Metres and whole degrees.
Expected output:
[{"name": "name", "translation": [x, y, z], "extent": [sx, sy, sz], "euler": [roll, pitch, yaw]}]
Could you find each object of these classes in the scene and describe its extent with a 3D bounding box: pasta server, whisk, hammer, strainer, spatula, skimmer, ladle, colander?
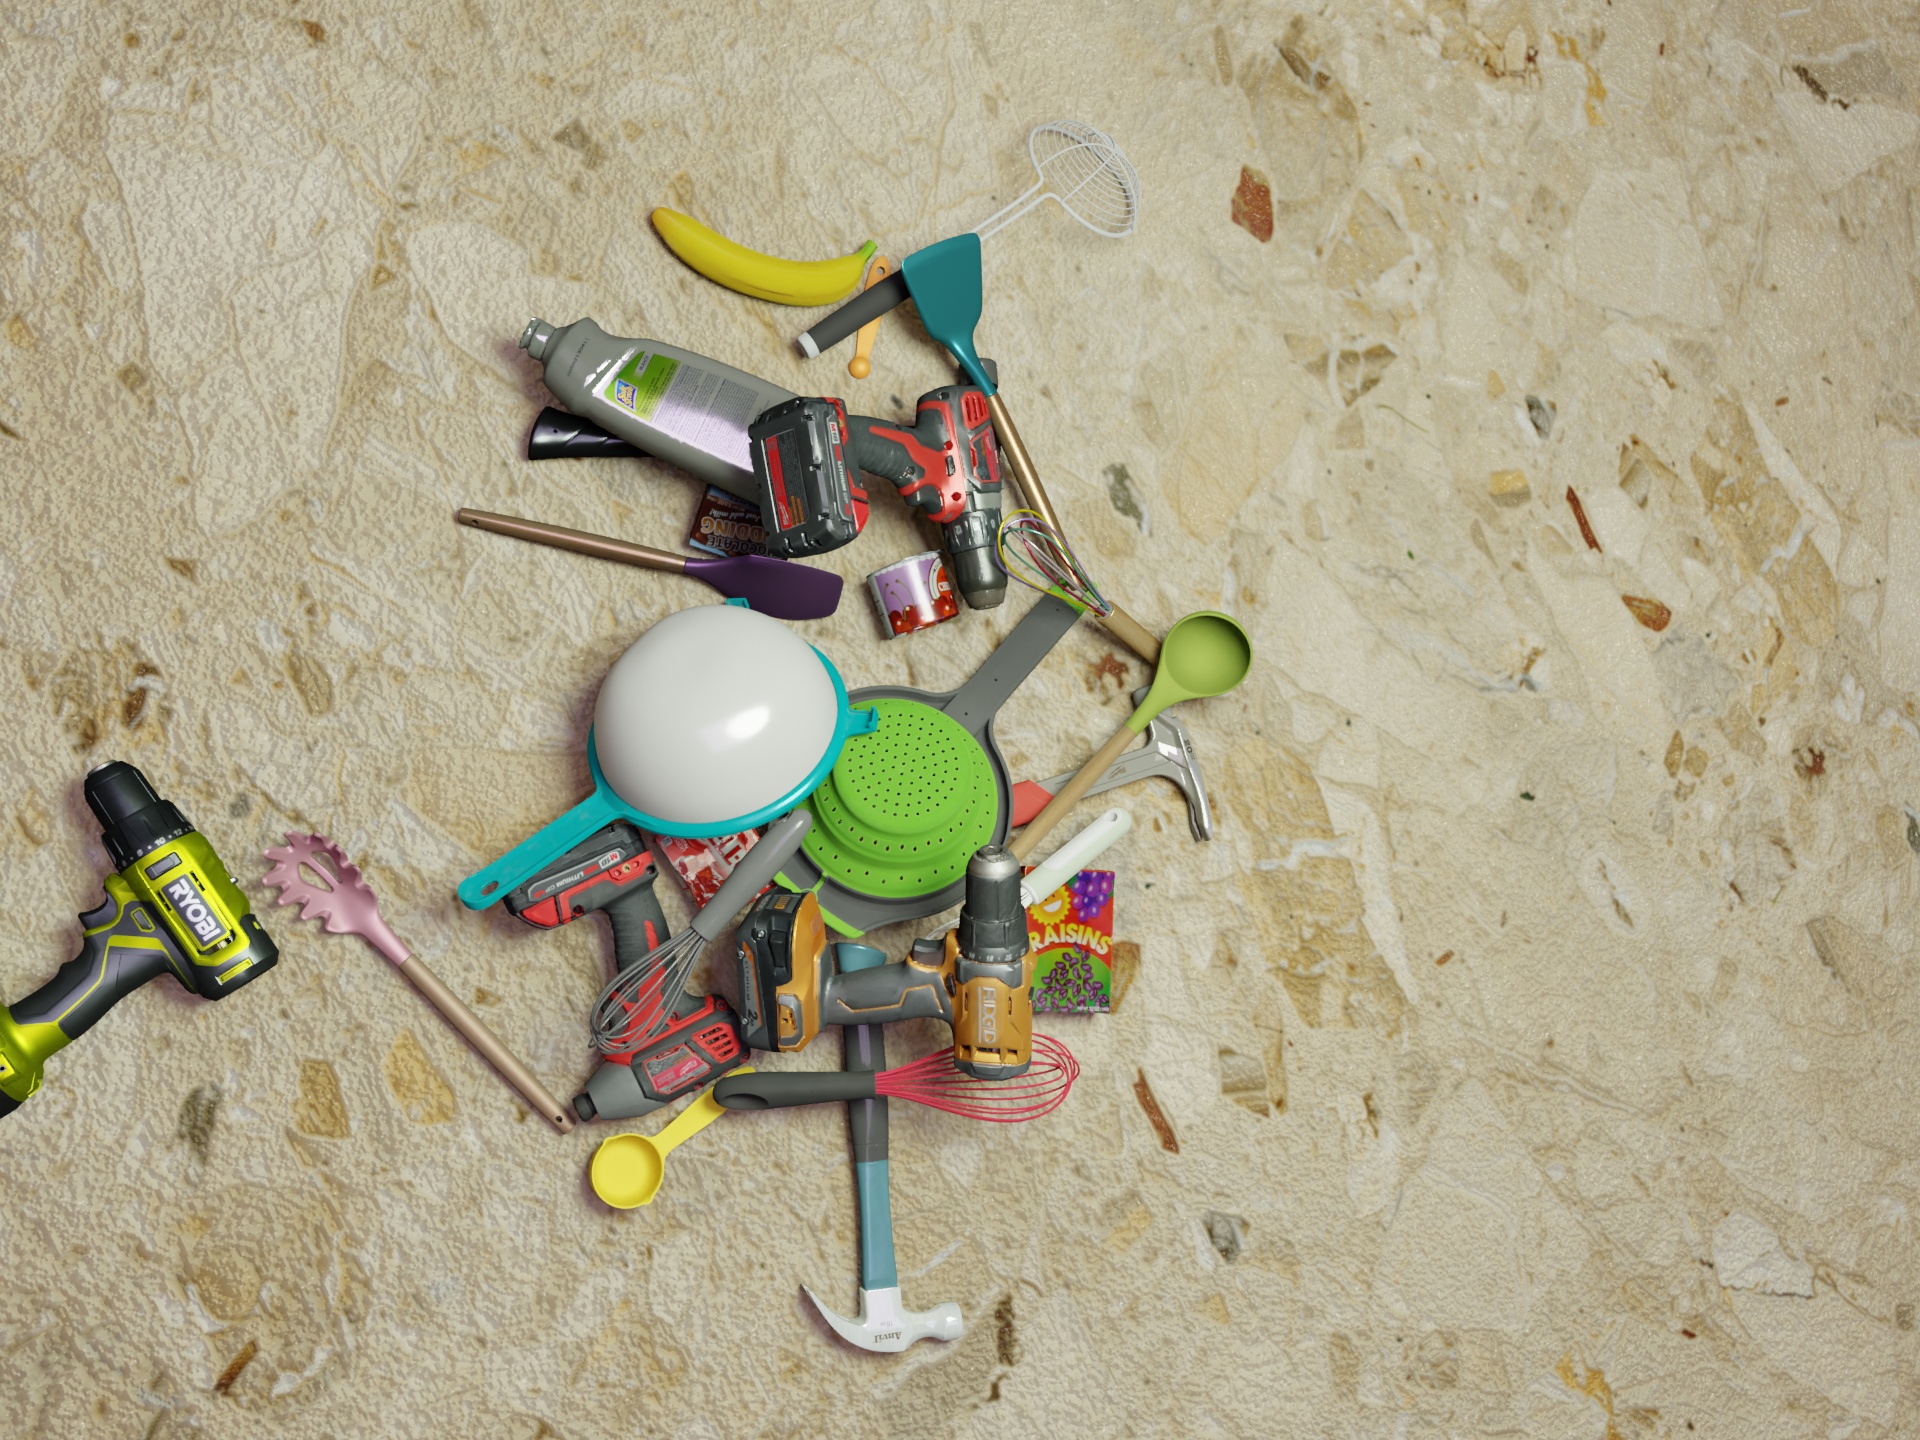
[{"name": "pasta server", "translation": [-0.411, 0.206, 1.226], "extent": [0.060, 0.040, 0.316], "euler": [-42, 97, -5]}, {"name": "whisk", "translation": [0.050, 0.148, 1.324], "extent": [0.246, 0.058, 0.059], "euler": [-36, 129, -21]}, {"name": "hammer", "translation": [-0.073, 0.348, 1.311], "extent": [0.128, 0.033, 0.331], "euler": [-2, 84, -18]}, {"name": "strainer", "translation": [-0.244, 0.016, 1.208], "extent": [0.340, 0.095, 0.211], "euler": [-37, 56, -21]}, {"name": "spatula", "translation": [0.040, -0.259, 1.376], "extent": [0.082, 0.044, 0.317], "euler": [-28, 97, -25]}, {"name": "whisk", "translation": [-0.195, 0.157, 1.194], "extent": [0.055, 0.055, 0.239], "euler": [42, 86, -8]}, {"name": "hammer", "translation": [-0.159, -0.237, 1.358], "extent": [0.409, 0.036, 0.149], "euler": [-3, 85, -16]}, {"name": "skimmer", "translation": [0.008, -0.418, 1.425], "extent": [0.363, 0.090, 0.127], "euler": [-35, 88, -9]}, {"name": "whisk", "translation": [0.114, -0.108, 1.368], "extent": [0.244, 0.051, 0.047], "euler": [34, 50, -40]}, {"name": "ladle", "translation": [0.132, 0.027, 1.364], "extent": [0.078, 0.062, 0.320], "euler": [46, 75, -7]}, {"name": "whisk", "translation": [-0.049, 0.291, 1.274], "extent": [0.296, 0.073, 0.073], "euler": [-2, 84, -7]}, {"name": "spatula", "translation": [-0.254, -0.133, 1.316], "extent": [0.315, 0.059, 0.018], "euler": [12, 38, -11]}, {"name": "hammer", "translation": [0.044, 0.084, 1.376], "extent": [0.359, 0.037, 0.149], "euler": [-17, 88, -18]}, {"name": "colander", "translation": [-0.002, -0.004, 1.321], "extent": [0.204, 0.094, 0.397], "euler": [38, 67, 8]}]

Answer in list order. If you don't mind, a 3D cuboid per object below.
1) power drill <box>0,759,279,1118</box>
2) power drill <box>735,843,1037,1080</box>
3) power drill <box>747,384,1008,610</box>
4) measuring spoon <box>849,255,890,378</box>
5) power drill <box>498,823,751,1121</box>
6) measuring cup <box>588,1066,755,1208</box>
[{"name": "power drill", "translation": [-0.641, 0.157, 1.145], "extent": [0.228, 0.080, 0.190], "euler": [-35, 94, -20]}, {"name": "power drill", "translation": [-0.054, 0.178, 1.222], "extent": [0.226, 0.084, 0.185], "euler": [3, 110, 9]}, {"name": "power drill", "translation": [-0.049, -0.175, 1.278], "extent": [0.226, 0.080, 0.188], "euler": [-11, 92, -45]}, {"name": "measuring spoon", "translation": [-0.079, -0.358, 1.407], "extent": [0.021, 0.011, 0.117], "euler": [14, 80, -14]}, {"name": "power drill", "translation": [-0.271, 0.202, 1.250], "extent": [0.143, 0.078, 0.219], "euler": [-26, 94, -17]}, {"name": "measuring cup", "translation": [-0.229, 0.329, 1.276], "extent": [0.156, 0.029, 0.062], "euler": [-35, 94, -29]}]
